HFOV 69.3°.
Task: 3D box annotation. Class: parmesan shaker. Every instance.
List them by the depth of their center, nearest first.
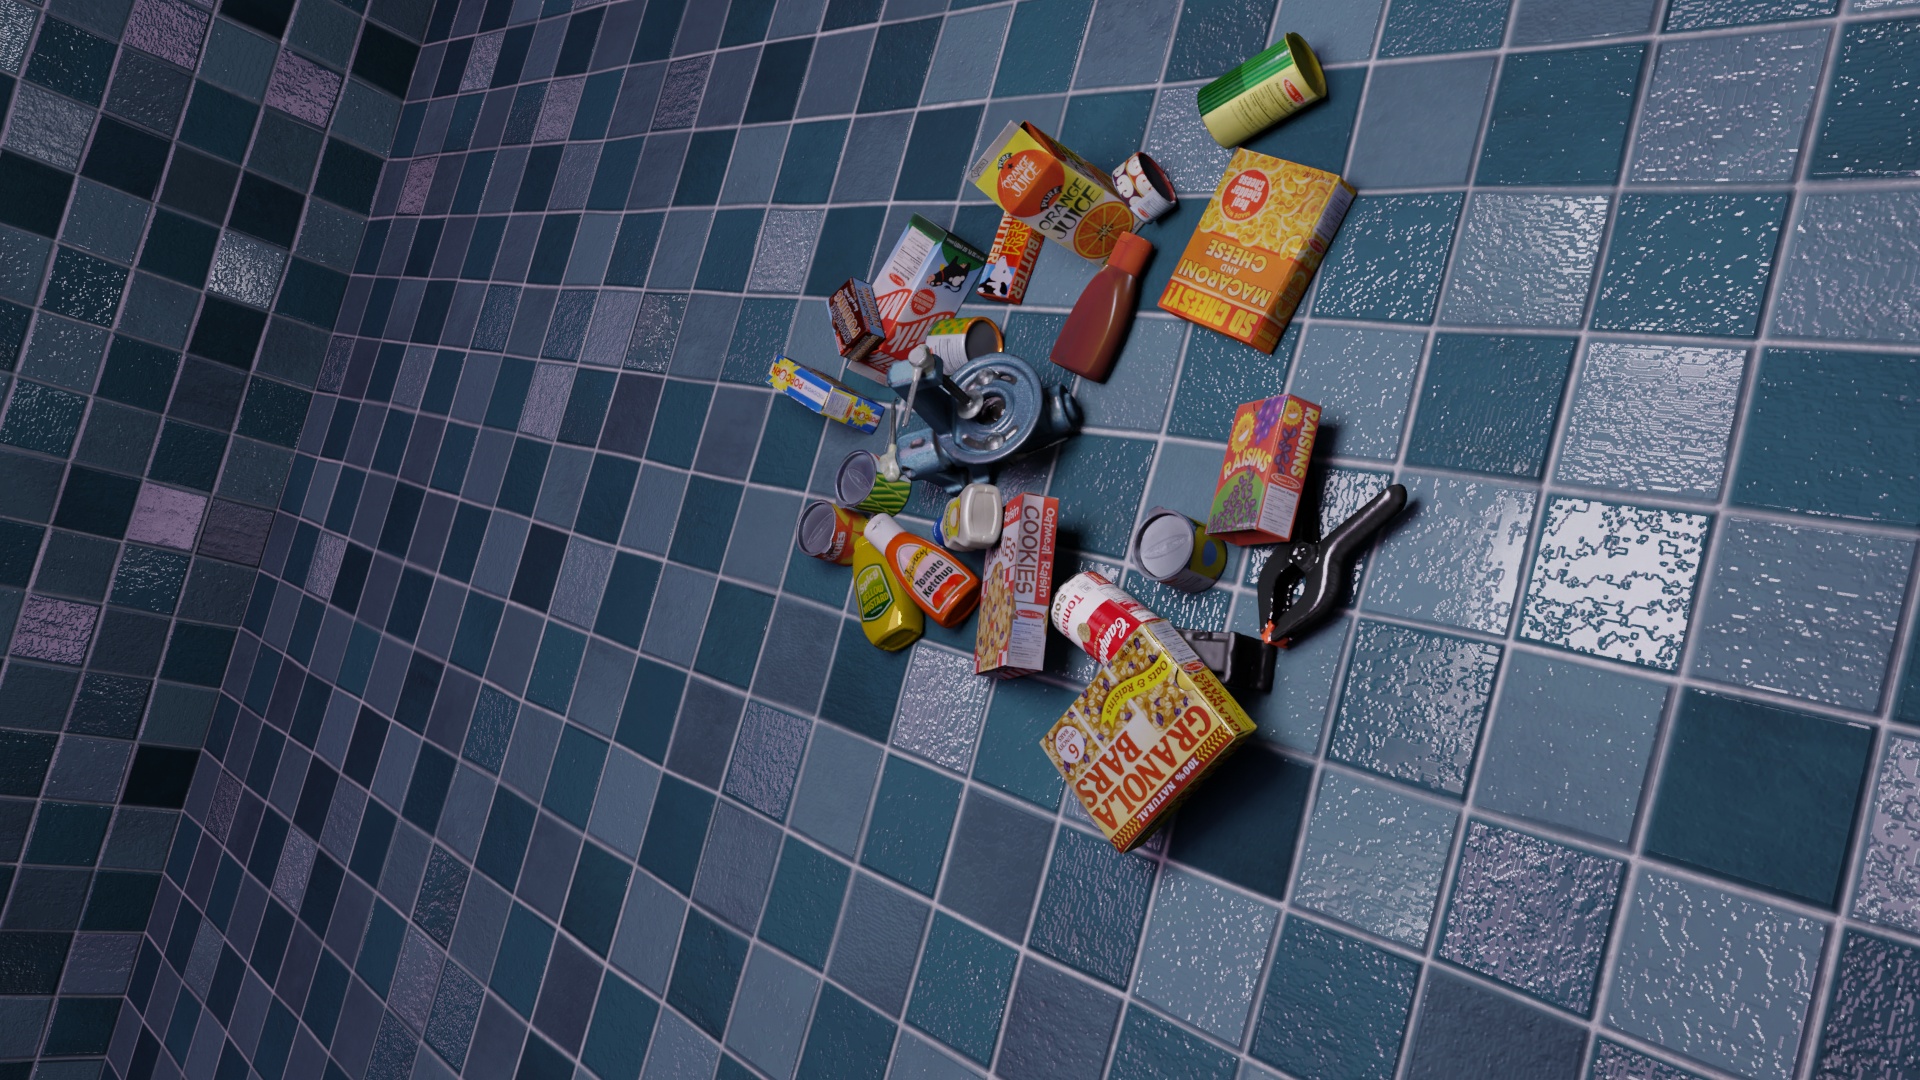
[{"bbox_3d":[0.283,-0.427,1.316,0.103,0.071,0.071,-23,62,37],"label":"parmesan shaker"}]

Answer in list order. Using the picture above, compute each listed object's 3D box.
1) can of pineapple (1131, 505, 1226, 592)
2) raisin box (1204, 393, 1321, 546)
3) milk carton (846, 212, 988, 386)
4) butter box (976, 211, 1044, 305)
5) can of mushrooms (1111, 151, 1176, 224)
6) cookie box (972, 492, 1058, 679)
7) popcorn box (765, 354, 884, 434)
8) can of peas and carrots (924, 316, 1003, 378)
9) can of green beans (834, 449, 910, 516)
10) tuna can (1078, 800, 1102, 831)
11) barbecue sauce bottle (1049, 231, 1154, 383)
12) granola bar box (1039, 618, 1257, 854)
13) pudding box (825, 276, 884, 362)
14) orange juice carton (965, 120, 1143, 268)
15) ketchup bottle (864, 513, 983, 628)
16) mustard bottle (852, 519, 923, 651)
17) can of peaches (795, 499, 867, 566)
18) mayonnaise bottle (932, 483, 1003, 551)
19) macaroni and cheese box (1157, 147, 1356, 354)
[{"bbox_3d":[0.199,0.009,1.260,0.071,0.058,0.071,-15,66,39],"label":"can of pineapple"},{"bbox_3d":[0.262,-0.060,1.209,0.086,0.040,0.123,170,118,-71],"label":"raisin box"},{"bbox_3d":[-0.058,-0.266,1.583,0.073,0.072,0.190,43,106,43],"label":"milk carton"},{"bbox_3d":[0.058,-0.312,1.522,0.053,0.024,0.103,20,91,46],"label":"butter box"},{"bbox_3d":[0.183,-0.354,1.388,0.033,0.071,0.071,-33,56,31],"label":"can of mushrooms"},{"bbox_3d":[0.052,0.046,1.356,0.122,0.040,0.167,144,134,-73],"label":"cookie box"},{"bbox_3d":[-0.160,-0.173,1.638,0.127,0.085,0.038,33,101,44],"label":"popcorn box"},{"bbox_3d":[0.006,-0.211,1.511,0.058,0.071,0.071,4,79,44],"label":"can of peas and carrots"},{"bbox_3d":[-0.099,-0.063,1.563,0.071,0.058,0.071,-15,67,39],"label":"can of green beans"},{"bbox_3d":[0.144,0.233,1.254,0.071,0.033,0.071,-15,67,39],"label":"tuna can"},{"bbox_3d":[0.147,-0.237,1.401,0.065,0.043,0.148,31,97,44],"label":"barbecue sauce bottle"},{"bbox_3d":[0.155,0.167,1.182,0.124,0.039,0.164,52,125,25],"label":"granola bar box"},{"bbox_3d":[-0.119,-0.248,1.560,0.049,0.030,0.084,-37,53,32],"label":"pudding box"},{"bbox_3d":[0.092,-0.350,1.384,0.071,0.193,0.073,-48,49,23],"label":"orange juice carton"},{"bbox_3d":[-0.043,0.027,1.470,0.065,0.043,0.149,-47,59,-4],"label":"ketchup bottle"},{"bbox_3d":[-0.088,0.042,1.524,0.065,0.049,0.161,-35,55,24],"label":"mustard bottle"},{"bbox_3d":[-0.144,-0.006,1.587,0.071,0.058,0.071,-15,67,39],"label":"can of peaches"},{"bbox_3d":[0.005,-0.018,1.414,0.148,0.041,0.065,155,119,-74],"label":"mayonnaise bottle"},{"bbox_3d":[0.274,-0.270,1.294,0.124,0.040,0.166,34,100,44],"label":"macaroni and cheese box"}]
